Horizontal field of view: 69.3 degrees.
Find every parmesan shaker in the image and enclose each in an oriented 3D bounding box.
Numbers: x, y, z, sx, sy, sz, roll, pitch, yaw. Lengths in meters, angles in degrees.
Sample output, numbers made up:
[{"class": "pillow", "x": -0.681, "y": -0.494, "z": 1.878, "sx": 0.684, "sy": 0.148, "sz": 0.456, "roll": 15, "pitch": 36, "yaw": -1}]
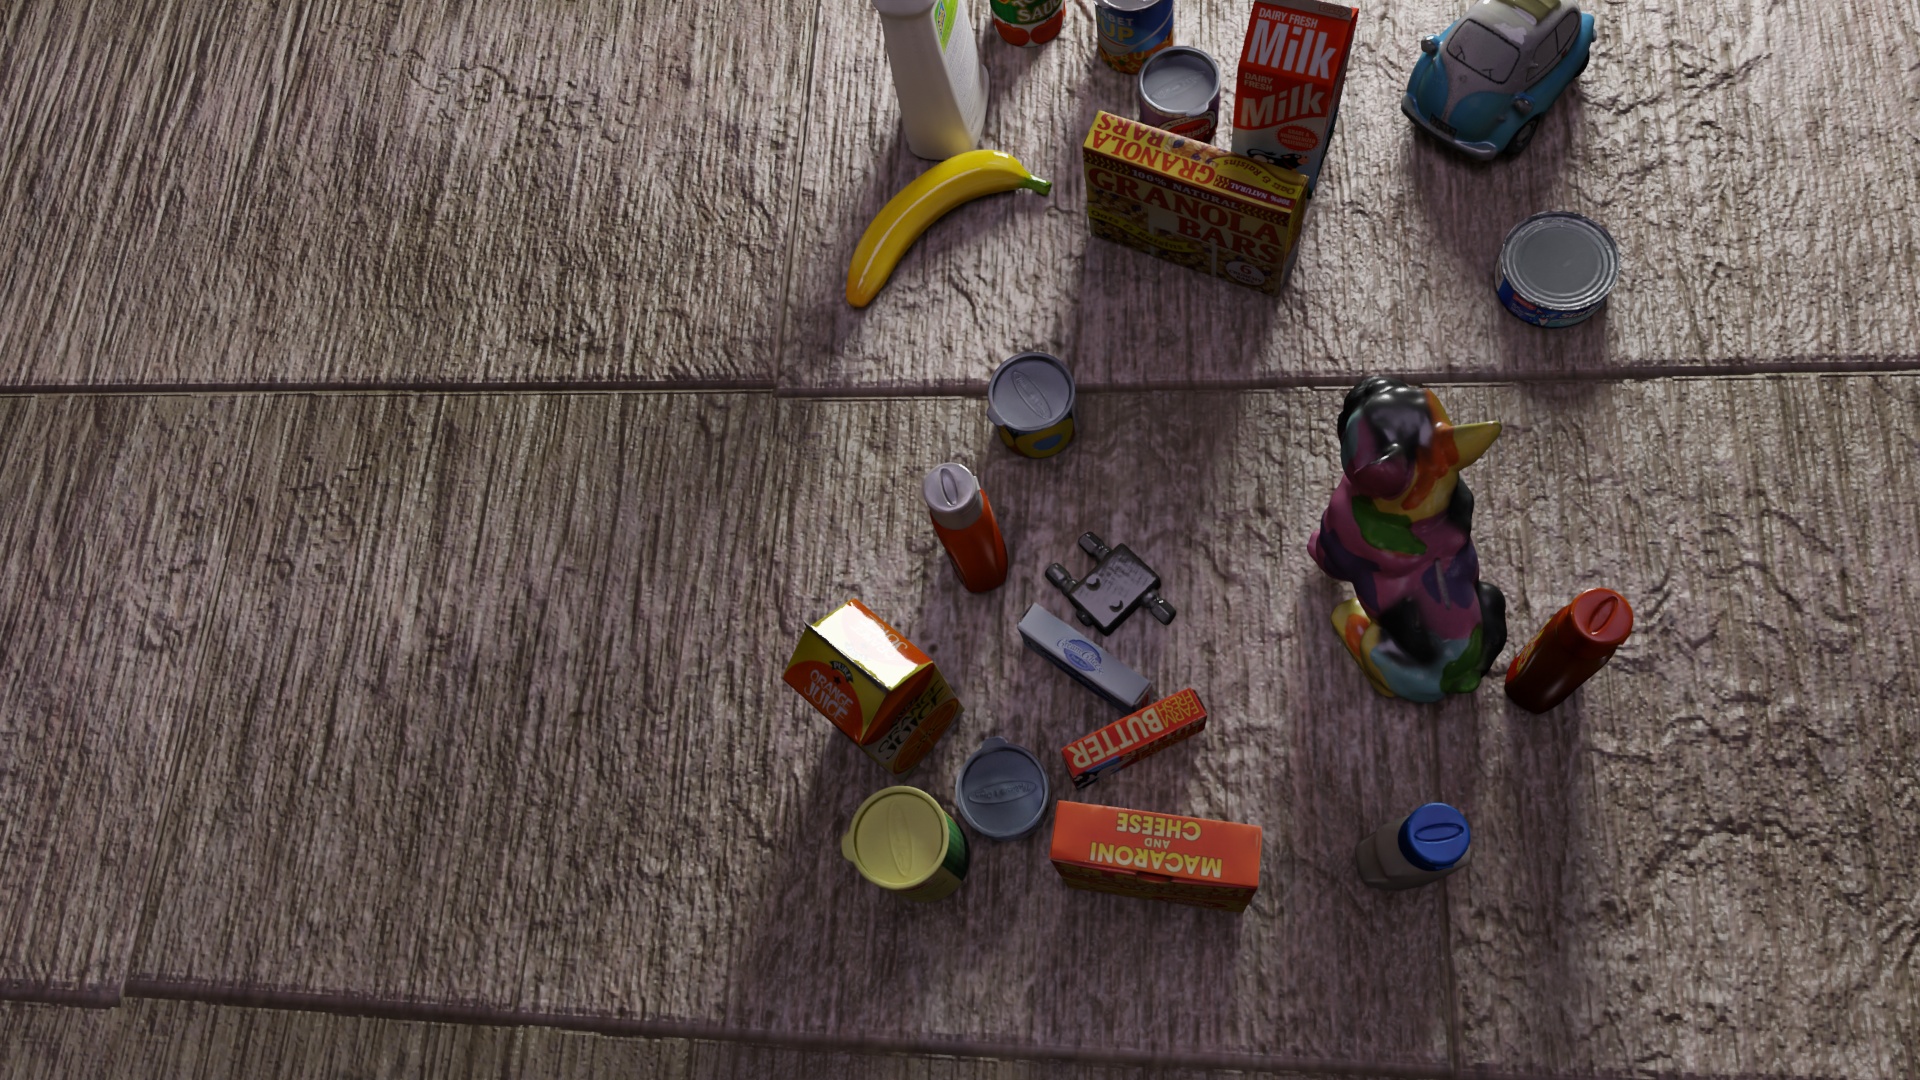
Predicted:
[{"class": "parmesan shaker", "x": -0.036, "y": 0.208, "z": 0.944, "sx": 0.071, "sy": 0.103, "sz": 0.071, "roll": -3, "pitch": 70, "yaw": 8}]

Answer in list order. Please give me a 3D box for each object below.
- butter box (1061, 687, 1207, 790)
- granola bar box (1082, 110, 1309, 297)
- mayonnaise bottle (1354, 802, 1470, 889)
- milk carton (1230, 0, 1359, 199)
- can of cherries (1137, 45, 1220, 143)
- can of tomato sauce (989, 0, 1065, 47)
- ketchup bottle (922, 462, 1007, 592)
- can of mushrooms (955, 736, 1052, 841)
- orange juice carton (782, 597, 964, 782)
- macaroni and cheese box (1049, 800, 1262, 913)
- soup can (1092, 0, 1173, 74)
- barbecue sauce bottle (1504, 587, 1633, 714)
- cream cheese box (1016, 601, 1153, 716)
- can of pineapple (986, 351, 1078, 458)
[{"class": "butter box", "x": 0.122, "y": 0.139, "z": 0.973, "sx": 0.103, "sy": 0.053, "sz": 0.024, "roll": -25, "pitch": 69, "yaw": -1}, {"class": "granola bar box", "x": 0.178, "y": -0.256, "z": 1.068, "sx": 0.166, "sy": 0.124, "sz": 0.039, "roll": 22, "pitch": 76, "yaw": 15}, {"class": "mayonnaise bottle", "x": 0.290, "y": 0.194, "z": 0.877, "sx": 0.065, "sy": 0.147, "sz": 0.041, "roll": -10, "pitch": 70, "yaw": 5}, {"class": "milk carton", "x": 0.252, "y": -0.348, "z": 1.055, "sx": 0.072, "sy": 0.190, "sz": 0.073, "roll": 17, "pitch": 74, "yaw": 14}, {"class": "can of cherries", "x": 0.180, "y": -0.359, "z": 1.140, "sx": 0.071, "sy": 0.058, "sz": 0.071, "roll": -3, "pitch": 70, "yaw": 8}, {"class": "can of tomato sauce", "x": 0.056, "y": -0.473, "z": 1.186, "sx": 0.071, "sy": 0.083, "sz": 0.071, "roll": -3, "pitch": 70, "yaw": 8}, {"class": "ketchup bottle", "x": 0.004, "y": -0.012, "z": 0.993, "sx": 0.043, "sy": 0.148, "sz": 0.065, "roll": -18, "pitch": 69, "yaw": 2}, {"class": "can of mushrooms", "x": 0.031, "y": 0.176, "z": 0.983, "sx": 0.071, "sy": 0.033, "sz": 0.071, "roll": -3, "pitch": 70, "yaw": 8}, {"class": "orange juice carton", "x": -0.059, "y": 0.100, "z": 0.939, "sx": 0.072, "sy": 0.192, "sz": 0.073, "roll": 38, "pitch": 80, "yaw": 19}, {"class": "macaroni and cheese box", "x": 0.126, "y": 0.205, "z": 0.888, "sx": 0.124, "sy": 0.166, "sz": 0.040, "roll": 5, "pitch": 72, "yaw": 10}, {"class": "soup can", "x": 0.143, "y": -0.441, "z": 1.162, "sx": 0.071, "sy": 0.083, "sz": 0.071, "roll": -3, "pitch": 70, "yaw": 8}, {"class": "barbecue sauce bottle", "x": 0.398, "y": 0.069, "z": 0.906, "sx": 0.044, "sy": 0.148, "sz": 0.065, "roll": 37, "pitch": 80, "yaw": 18}, {"class": "cream cheese box", "x": 0.089, "y": 0.087, "z": 0.996, "sx": 0.104, "sy": 0.053, "sz": 0.024, "roll": 34, "pitch": 79, "yaw": 18}, {"class": "can of pineapple", "x": 0.055, "y": -0.103, "z": 1.067, "sx": 0.071, "sy": 0.057, "sz": 0.071, "roll": -3, "pitch": 70, "yaw": 8}]
